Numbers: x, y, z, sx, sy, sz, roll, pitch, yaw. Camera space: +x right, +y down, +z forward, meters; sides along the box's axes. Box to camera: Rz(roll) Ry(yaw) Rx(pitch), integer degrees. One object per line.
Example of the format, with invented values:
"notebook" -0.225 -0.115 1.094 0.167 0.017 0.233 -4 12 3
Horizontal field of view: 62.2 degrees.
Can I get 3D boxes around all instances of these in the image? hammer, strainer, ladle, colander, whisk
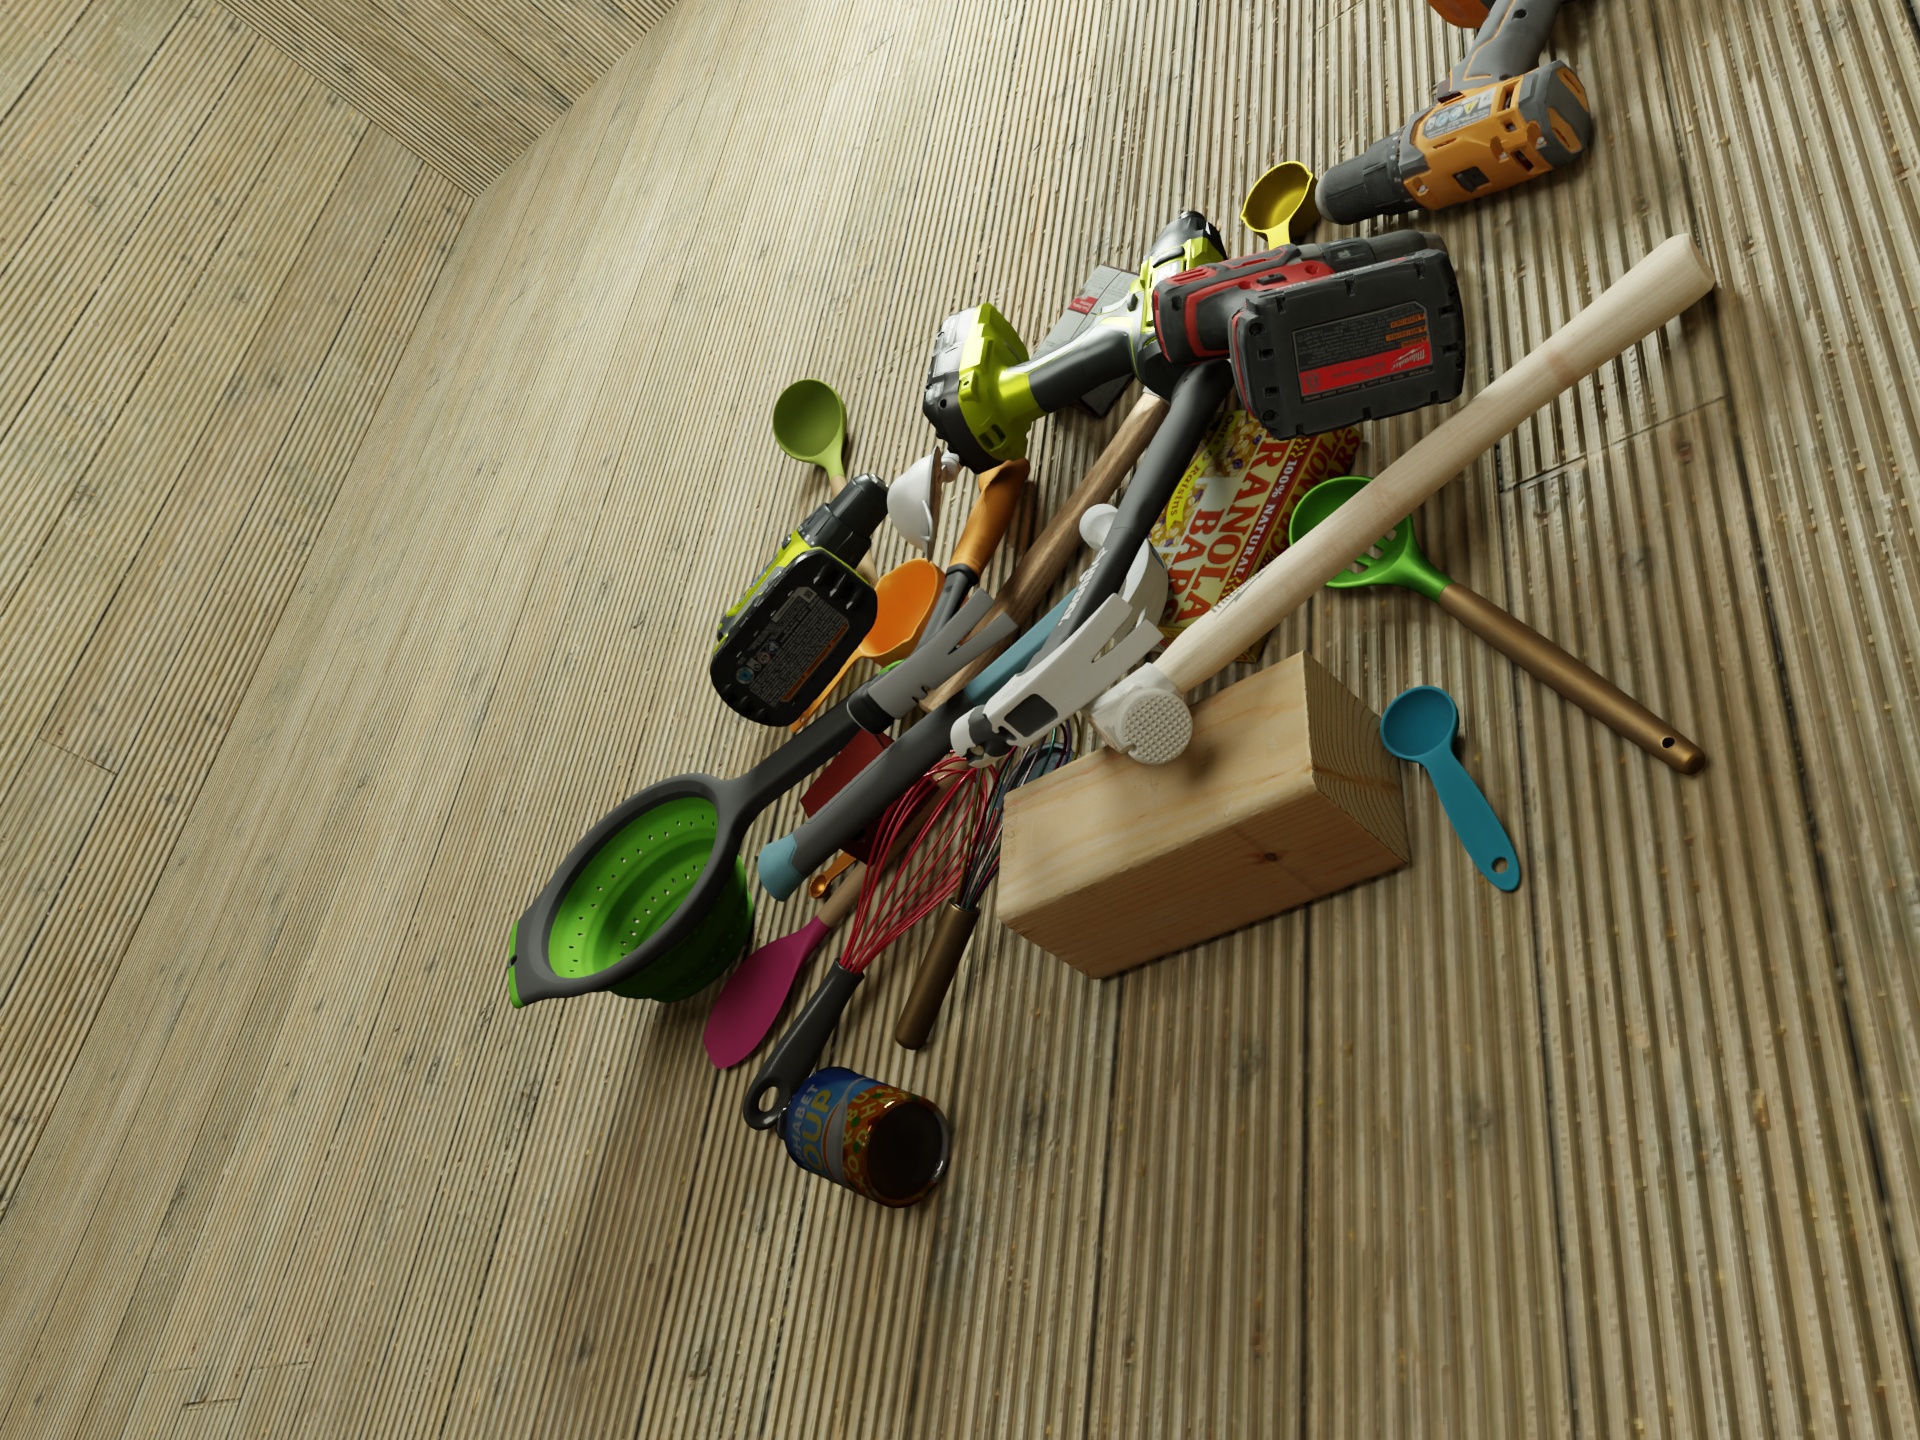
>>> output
"hammer" 0.011 -0.117 1.114 0.127 0.034 0.337 -37 17 30
"strainer" -0.015 -0.191 1.236 0.258 0.050 0.086 -63 -21 -61
"ladle" -0.115 -0.207 1.430 0.078 0.062 0.321 -42 38 19
"colander" -0.161 0.098 1.201 0.397 0.094 0.205 -37 32 7
"whisk" 0.014 0.096 0.976 0.051 0.047 0.245 40 112 53
"hammer" 0.104 -0.117 0.943 0.146 0.035 0.335 -36 19 49
"hammer" -0.002 -0.003 1.020 0.331 0.033 0.128 -41 33 5
"hammer" 0.078 -0.136 1.150 0.331 0.031 0.130 -54 33 2
"hammer" 0.232 -0.124 0.863 0.410 0.038 0.146 -38 14 -1
"whisk" -0.063 0.148 1.055 0.296 0.073 0.073 -58 33 5

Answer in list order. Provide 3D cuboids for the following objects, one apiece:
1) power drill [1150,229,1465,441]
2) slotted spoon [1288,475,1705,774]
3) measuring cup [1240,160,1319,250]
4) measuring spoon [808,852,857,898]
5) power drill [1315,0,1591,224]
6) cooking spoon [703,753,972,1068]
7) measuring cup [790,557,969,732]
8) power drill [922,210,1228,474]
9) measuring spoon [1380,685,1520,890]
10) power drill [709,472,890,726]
"power drill" 0.223 -0.242 0.938 0.188 0.080 0.227 -14 23 0
"slotted spoon" 0.273 -0.053 0.841 0.070 0.031 0.314 -49 36 9
"measuring cup" 0.236 -0.328 1.135 0.062 0.029 0.157 -21 58 40
"measuring spoon" -0.067 0.091 1.155 0.117 0.011 0.021 -43 37 12
"power drill" 0.333 -0.436 1.054 0.185 0.084 0.226 -6 61 51
"cooking spoon" -0.080 0.124 1.132 0.319 0.017 0.069 -50 41 9
"measuring cup" -0.060 -0.044 1.224 0.173 0.052 0.095 -48 34 15
"power drill" 0.090 -0.278 1.157 0.223 0.080 0.171 -17 46 31
"measuring spoon" 0.253 0.036 0.802 0.042 0.021 0.129 -37 47 22
"power drill" -0.120 -0.101 1.253 0.190 0.080 0.229 -49 15 12
